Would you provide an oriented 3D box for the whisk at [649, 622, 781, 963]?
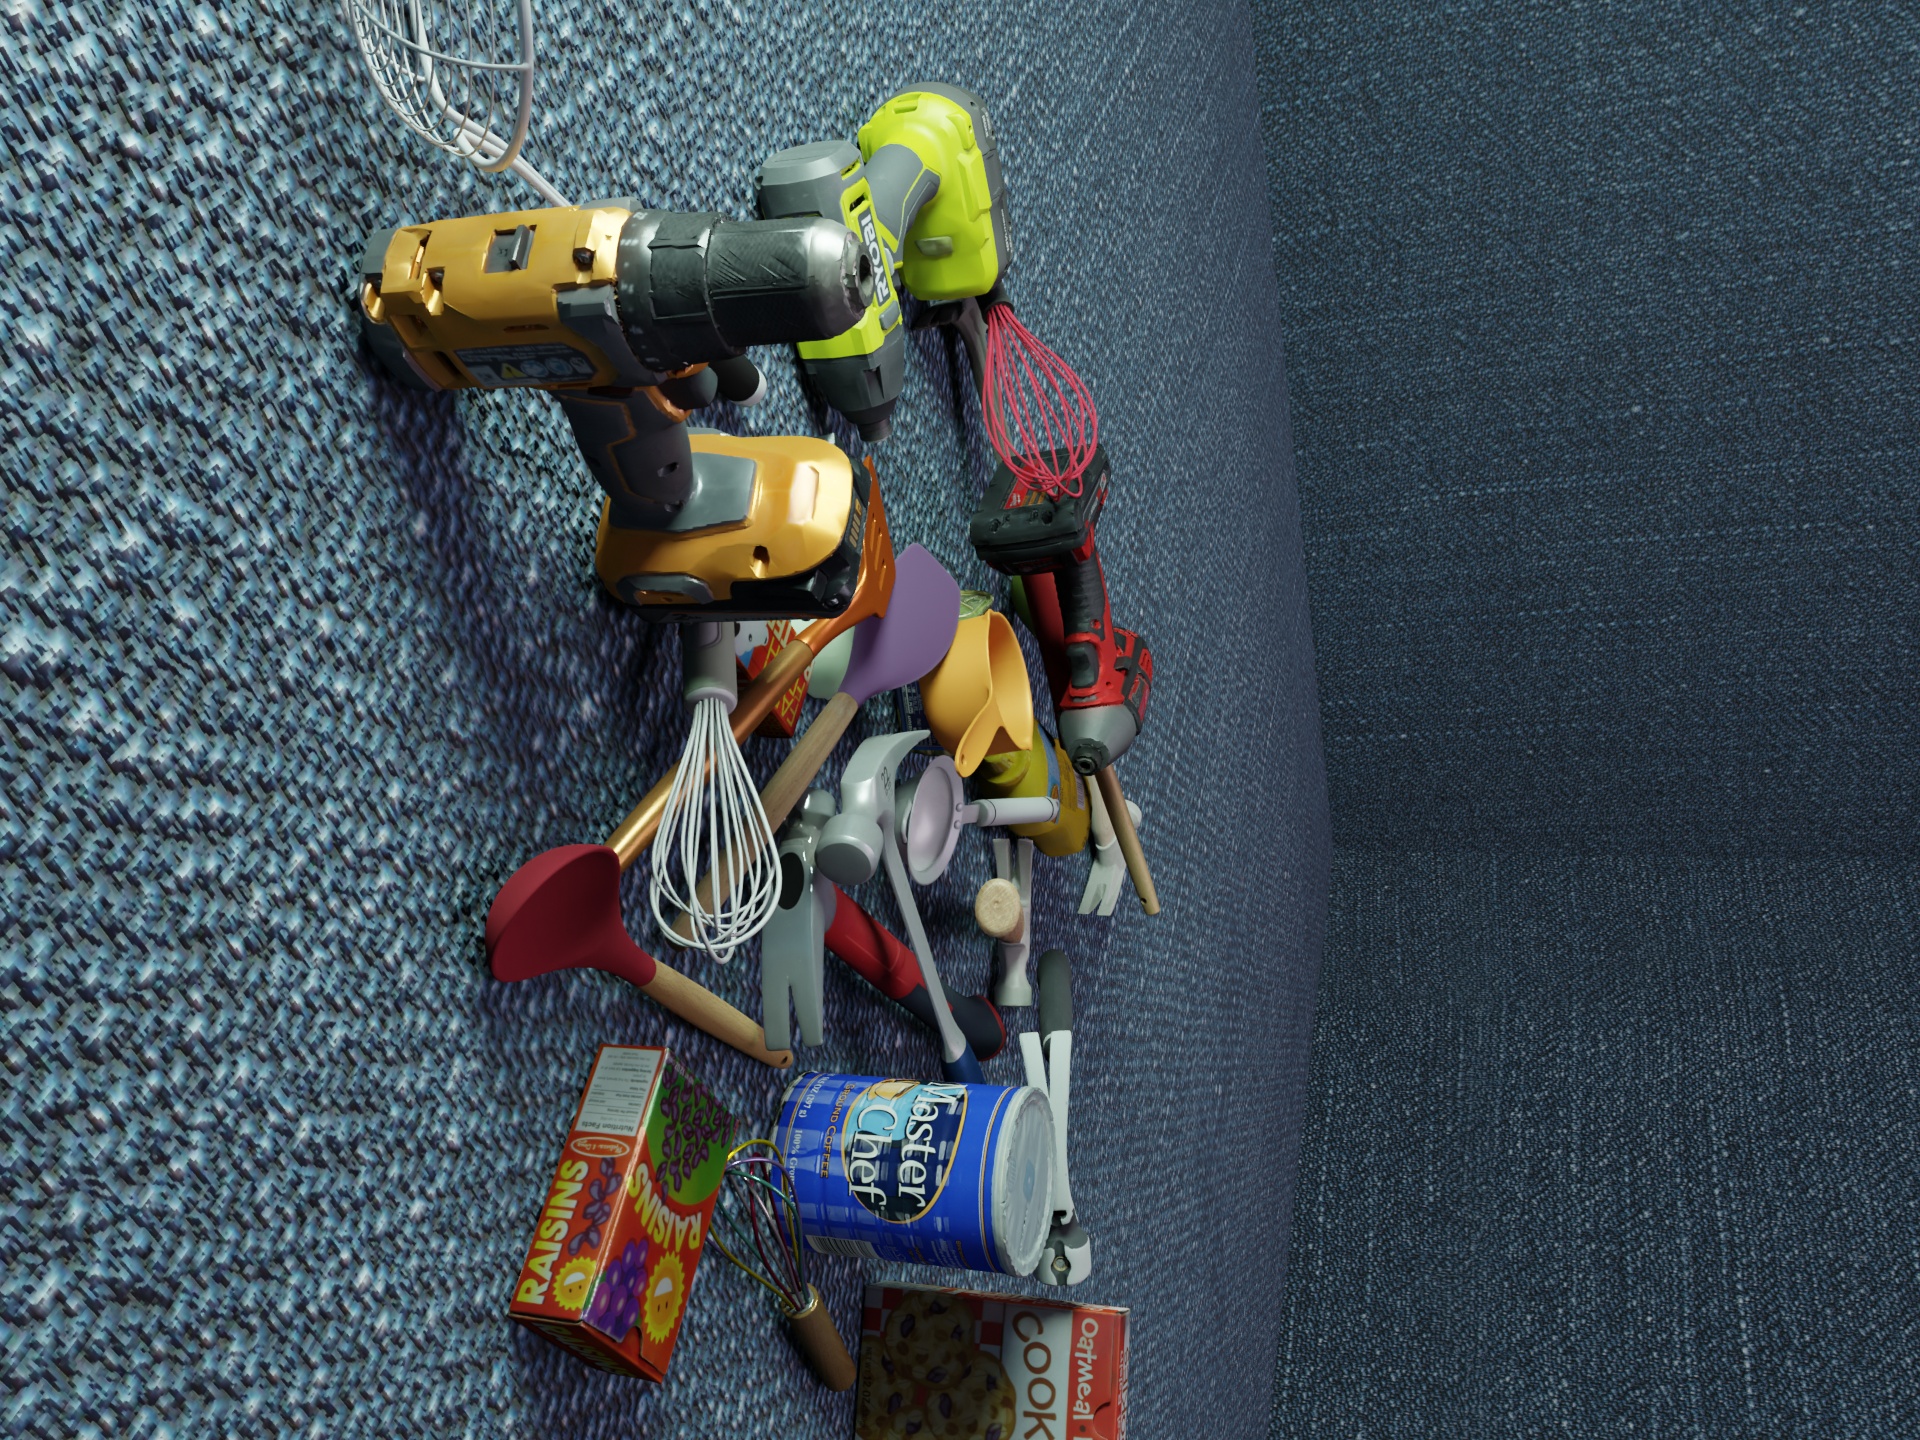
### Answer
[{"bbox_3d":[-0.115,-0.002,0.731,0.059,0.058,0.247,69,11,-55],"label":"whisk"}]

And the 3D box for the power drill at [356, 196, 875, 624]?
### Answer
[{"bbox_3d":[-0.101,-0.121,0.639,0.226,0.185,0.084,58,35,-62],"label":"power drill"}]

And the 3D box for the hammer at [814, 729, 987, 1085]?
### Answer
[{"bbox_3d":[-0.005,0.189,0.980,0.144,0.035,0.405,-74,153,-55],"label":"hammer"}]

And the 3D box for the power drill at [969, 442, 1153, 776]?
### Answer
[{"bbox_3d":[0.082,-0.073,1.134,0.143,0.078,0.219,-67,144,-50],"label":"power drill"}]

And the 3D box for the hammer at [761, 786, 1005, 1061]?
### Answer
[{"bbox_3d":[-0.037,0.177,1.009,0.386,0.038,0.143,55,30,-61],"label":"hammer"}]

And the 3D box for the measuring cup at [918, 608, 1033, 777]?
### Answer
[{"bbox_3d":[-0.002,-0.003,0.953,0.174,0.052,0.095,-60,135,-63],"label":"measuring cup"}]

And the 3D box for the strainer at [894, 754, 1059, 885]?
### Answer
[{"bbox_3d":[0.008,0.066,1.106,0.258,0.050,0.087,3,96,-60],"label":"strainer"}]

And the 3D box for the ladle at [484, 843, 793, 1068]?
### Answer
[{"bbox_3d":[-0.138,0.125,0.753,0.069,0.031,0.315,-49,153,-9],"label":"ladle"}]

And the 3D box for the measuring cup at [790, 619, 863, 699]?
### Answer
[{"bbox_3d":[-0.054,-0.069,0.984,0.168,0.038,0.083,-49,135,-59],"label":"measuring cup"}]

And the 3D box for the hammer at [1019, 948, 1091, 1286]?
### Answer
[{"bbox_3d":[0.066,0.235,1.134,0.409,0.036,0.149,-69,155,-81],"label":"hammer"}]

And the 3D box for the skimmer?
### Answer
[{"bbox_3d":[-0.138,-0.228,0.670,0.127,0.090,0.363,62,9,19],"label":"skimmer"}]

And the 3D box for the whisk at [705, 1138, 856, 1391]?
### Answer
[{"bbox_3d":[-0.090,0.304,0.871,0.047,0.051,0.244,-79,161,-45],"label":"whisk"}]

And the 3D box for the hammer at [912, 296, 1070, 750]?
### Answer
[{"bbox_3d":[0.047,-0.144,1.209,0.149,0.037,0.359,-49,126,-63],"label":"hammer"}]

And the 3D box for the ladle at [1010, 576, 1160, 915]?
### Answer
[{"bbox_3d":[0.116,0.008,1.320,0.062,0.078,0.320,-26,99,-45],"label":"ladle"}]

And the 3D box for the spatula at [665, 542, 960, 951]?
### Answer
[{"bbox_3d":[-0.072,0.008,0.868,0.059,0.018,0.316,46,47,-15],"label":"spatula"}]

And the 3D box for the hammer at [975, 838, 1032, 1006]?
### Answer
[{"bbox_3d":[0.033,0.138,1.129,0.331,0.031,0.130,70,21,-79],"label":"hammer"}]

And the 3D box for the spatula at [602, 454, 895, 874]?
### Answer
[{"bbox_3d":[-0.101,-0.022,0.806,0.323,0.041,0.081,-53,143,-41],"label":"spatula"}]

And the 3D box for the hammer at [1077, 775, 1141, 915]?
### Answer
[{"bbox_3d":[0.105,-0.008,1.451,0.146,0.038,0.410,-67,149,-47],"label":"hammer"}]

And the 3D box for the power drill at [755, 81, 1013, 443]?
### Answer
[{"bbox_3d":[-0.042,-0.288,0.980,0.223,0.080,0.171,-60,144,-49],"label":"power drill"}]

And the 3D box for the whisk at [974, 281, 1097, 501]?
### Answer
[{"bbox_3d":[0.031,-0.265,1.087,0.073,0.073,0.296,57,13,-57],"label":"whisk"}]
